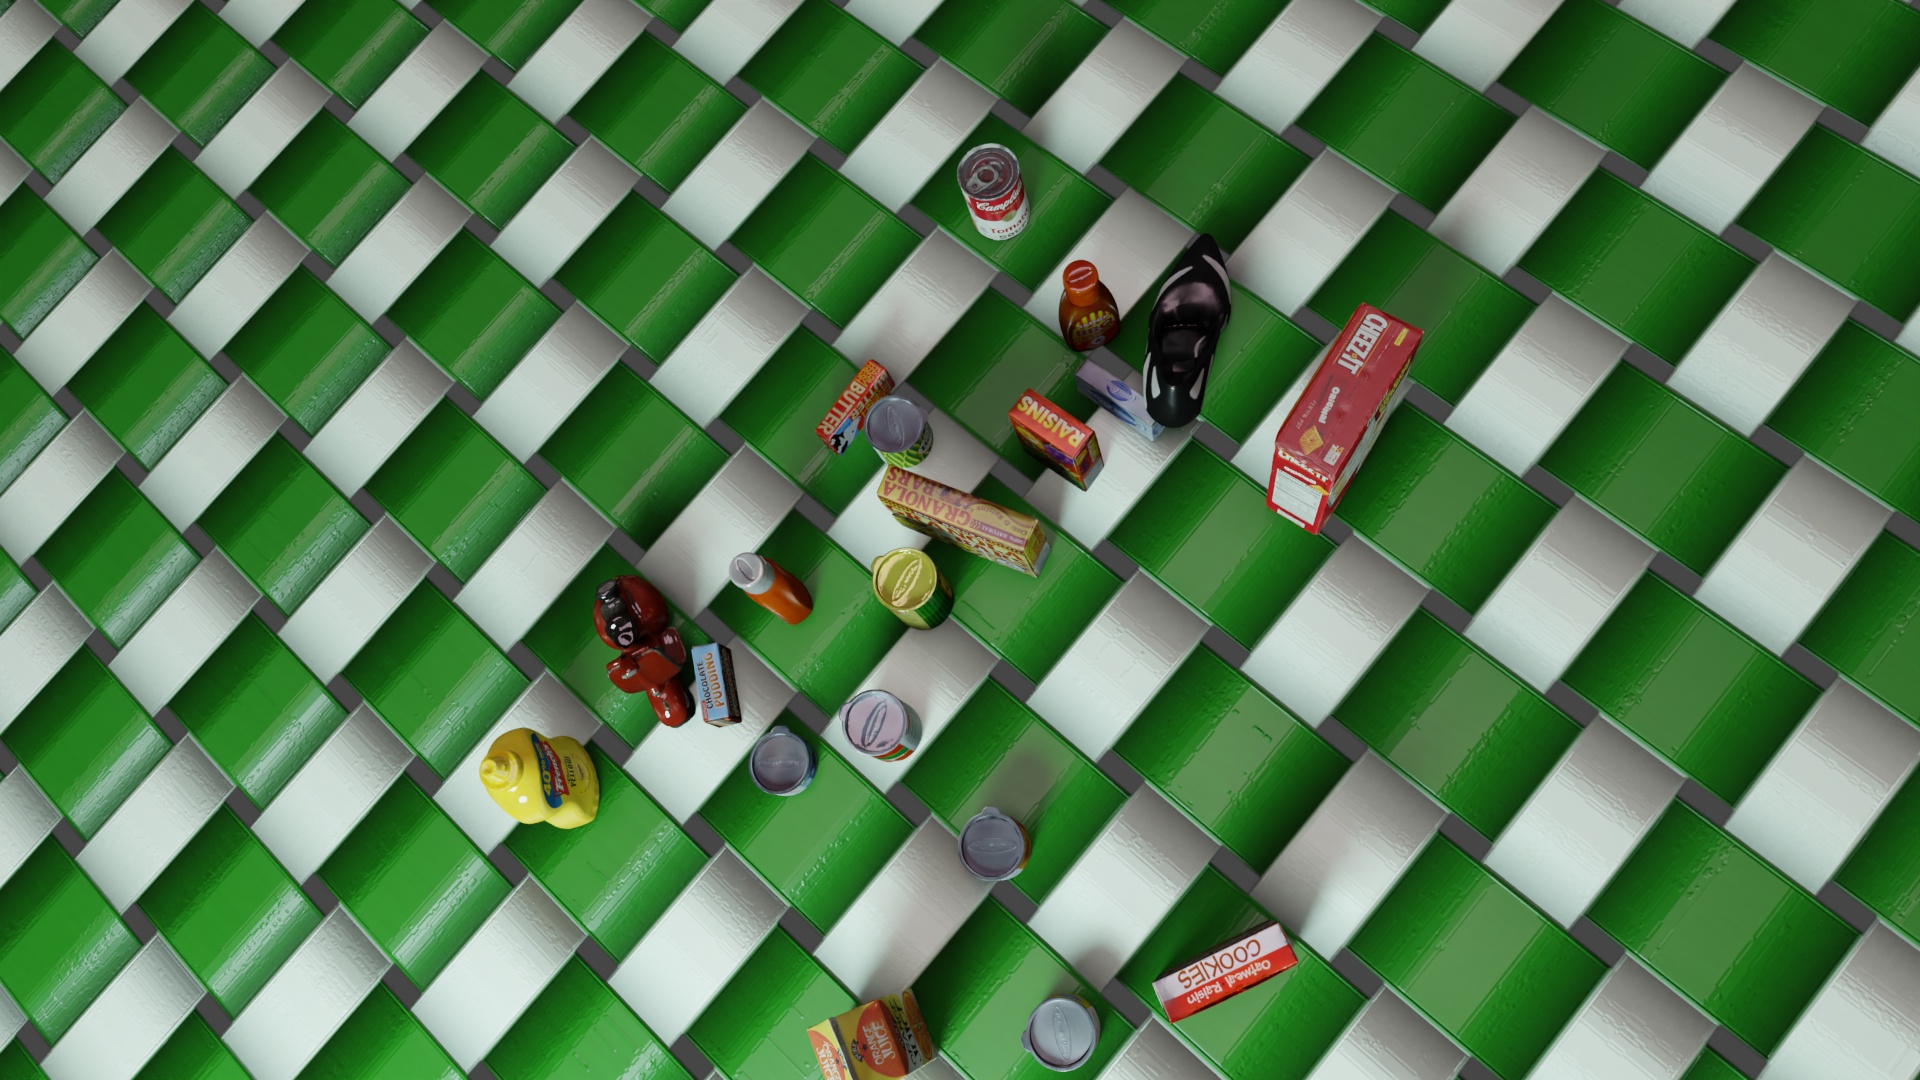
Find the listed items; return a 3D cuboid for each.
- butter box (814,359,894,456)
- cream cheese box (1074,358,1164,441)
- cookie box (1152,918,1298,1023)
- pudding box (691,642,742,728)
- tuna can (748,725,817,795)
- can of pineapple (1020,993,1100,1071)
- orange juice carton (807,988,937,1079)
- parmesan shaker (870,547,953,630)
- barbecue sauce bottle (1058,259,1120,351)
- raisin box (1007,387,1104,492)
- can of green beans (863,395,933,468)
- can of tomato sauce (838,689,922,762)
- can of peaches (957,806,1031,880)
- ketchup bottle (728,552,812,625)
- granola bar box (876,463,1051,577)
[{"bbox_3d":[-0.115,-0.147,1.528,0.024,0.053,0.103,35,84,16],"label":"butter box"},{"bbox_3d":[0.170,-0.149,1.478,0.104,0.053,0.024,37,85,17],"label":"cream cheese box"},{"bbox_3d":[0.240,0.390,1.262,0.123,0.167,0.040,-27,73,3],"label":"cookie box"},{"bbox_3d":[-0.259,0.153,1.475,0.030,0.049,0.084,-14,73,6],"label":"pudding box"},{"bbox_3d":[-0.185,0.230,1.450,0.071,0.032,0.071,-2,75,9],"label":"tuna can"},{"bbox_3d":[0.097,0.467,1.324,0.071,0.057,0.071,-2,75,10],"label":"can of pineapple"},{"bbox_3d":[-0.084,0.468,1.285,0.073,0.192,0.072,-25,73,3],"label":"orange juice carton"},{"bbox_3d":[-0.049,0.049,1.438,0.071,0.103,0.071,-3,75,10],"label":"parmesan shaker"},{"bbox_3d":[0.132,-0.248,1.461,0.065,0.148,0.044,-23,73,4],"label":"barbecue sauce bottle"},{"bbox_3d":[0.100,-0.103,1.441,0.086,0.123,0.040,36,85,17],"label":"raisin box"},{"bbox_3d":[-0.066,-0.117,1.509,0.071,0.057,0.071,-2,75,10],"label":"can of green beans"},{"bbox_3d":[-0.081,0.190,1.416,0.071,0.083,0.071,-3,75,10],"label":"can of tomato sauce"},{"bbox_3d":[0.035,0.302,1.379,0.071,0.058,0.071,-2,75,10],"label":"can of peaches"},{"bbox_3d":[-0.199,0.046,1.441,0.043,0.148,0.065,-39,73,-1],"label":"ketchup bottle"},{"bbox_3d":[0.005,-0.018,1.435,0.166,0.124,0.039,21,81,15],"label":"granola bar box"}]
